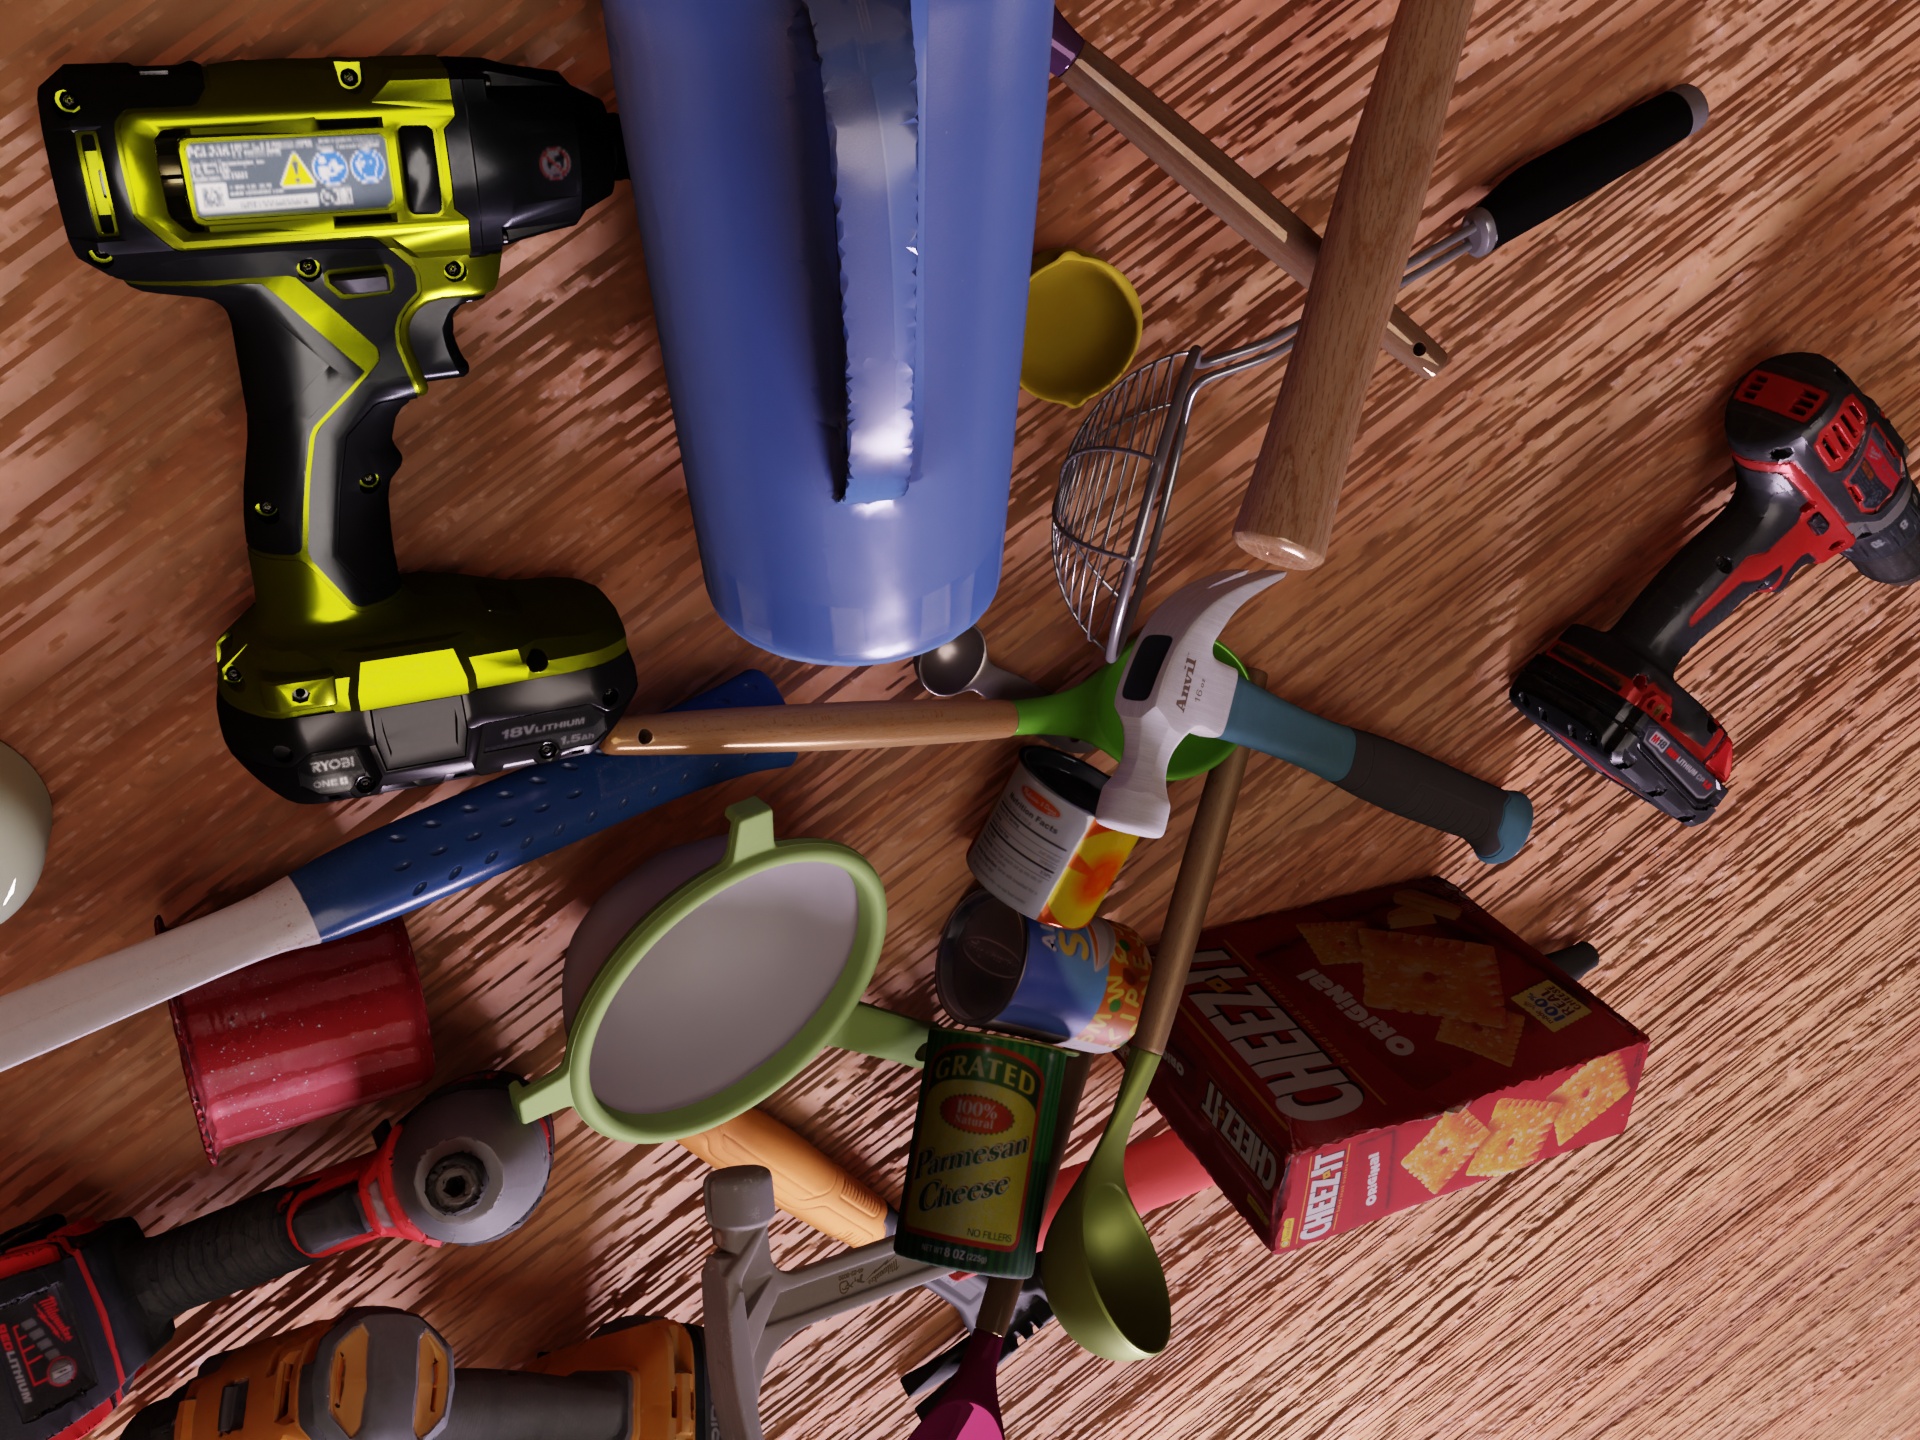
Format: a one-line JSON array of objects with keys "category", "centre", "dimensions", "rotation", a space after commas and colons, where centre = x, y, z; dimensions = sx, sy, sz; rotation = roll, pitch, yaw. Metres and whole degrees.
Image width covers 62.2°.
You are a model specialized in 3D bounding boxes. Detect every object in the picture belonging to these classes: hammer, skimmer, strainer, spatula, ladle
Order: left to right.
[{"category": "hammer", "centre": [-0.237, 0.063, 0.541], "dimensions": [0.405, 0.035, 0.144], "rotation": [-24, 84, -32]}, {"category": "strainer", "centre": [-0.084, 0.111, 0.699], "dimensions": [0.151, 0.069, 0.256], "rotation": [-52, 147, 3]}, {"category": "hammer", "centre": [-0.061, 0.256, 0.811], "dimensions": [0.127, 0.034, 0.336], "rotation": [-42, 128, 0]}, {"category": "hammer", "centre": [0.036, 0.262, 0.809], "dimensions": [0.359, 0.037, 0.149], "rotation": [-6, 89, -37]}, {"category": "spatula", "centre": [0.059, -0.216, 0.554], "dimensions": [0.315, 0.018, 0.060], "rotation": [33, 102, -21]}, {"category": "ladle", "centre": [0.104, 0.129, 0.732], "dimensions": [0.078, 0.062, 0.320], "rotation": [29, 76, -54]}, {"category": "hammer", "centre": [0.189, 0.020, 0.768], "dimensions": [0.330, 0.033, 0.128], "rotation": [19, 83, -43]}, {"category": "hammer", "centre": [0.156, -0.216, 0.568], "dimensions": [0.130, 0.031, 0.331], "rotation": [19, 86, -24]}, {"category": "skimmer", "centre": [0.185, -0.154, 0.657], "dimensions": [0.363, 0.090, 0.127], "rotation": [-31, 160, -10]}]

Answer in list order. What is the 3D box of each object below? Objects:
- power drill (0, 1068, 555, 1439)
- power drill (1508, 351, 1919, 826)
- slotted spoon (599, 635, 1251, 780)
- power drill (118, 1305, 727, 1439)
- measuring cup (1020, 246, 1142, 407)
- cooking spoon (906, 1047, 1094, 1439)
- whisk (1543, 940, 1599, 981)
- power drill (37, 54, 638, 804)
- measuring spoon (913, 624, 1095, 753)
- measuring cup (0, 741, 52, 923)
[{"category": "power drill", "centre": [-0.264, 0.200, 0.607], "dimensions": [0.219, 0.143, 0.078], "rotation": [-21, 88, -14]}, {"category": "power drill", "centre": [0.419, -0.059, 0.844], "dimensions": [0.187, 0.080, 0.226], "rotation": [29, 99, -37]}, {"category": "slotted spoon", "centre": [-0.001, -0.002, 0.664], "dimensions": [0.313, 0.031, 0.070], "rotation": [-3, 94, -34]}, {"category": "power drill", "centre": [-0.234, 0.312, 0.701], "dimensions": [0.185, 0.084, 0.226], "rotation": [-27, 144, 30]}, {"category": "measuring cup", "centre": [-0.009, -0.145, 0.610], "dimensions": [0.156, 0.029, 0.062], "rotation": [-11, 123, -7]}, {"category": "cooking spoon", "centre": [0.022, 0.268, 0.765], "dimensions": [0.068, 0.017, 0.319], "rotation": [29, 69, -23]}, {"category": "whisk", "centre": [0.267, 0.186, 0.909], "dimensions": [0.296, 0.073, 0.073], "rotation": [-20, 126, -29]}, {"category": "power drill", "centre": [-0.177, -0.096, 0.517], "dimensions": [0.171, 0.080, 0.223], "rotation": [-11, 119, -21]}, {"category": "measuring spoon", "centre": [0.021, -0.013, 0.708], "dimensions": [0.124, 0.018, 0.034], "rotation": [30, 93, -43]}, {"category": "measuring cup", "centre": [-0.389, 0.049, 0.515], "dimensions": [0.167, 0.038, 0.083], "rotation": [-10, 122, -24]}]
